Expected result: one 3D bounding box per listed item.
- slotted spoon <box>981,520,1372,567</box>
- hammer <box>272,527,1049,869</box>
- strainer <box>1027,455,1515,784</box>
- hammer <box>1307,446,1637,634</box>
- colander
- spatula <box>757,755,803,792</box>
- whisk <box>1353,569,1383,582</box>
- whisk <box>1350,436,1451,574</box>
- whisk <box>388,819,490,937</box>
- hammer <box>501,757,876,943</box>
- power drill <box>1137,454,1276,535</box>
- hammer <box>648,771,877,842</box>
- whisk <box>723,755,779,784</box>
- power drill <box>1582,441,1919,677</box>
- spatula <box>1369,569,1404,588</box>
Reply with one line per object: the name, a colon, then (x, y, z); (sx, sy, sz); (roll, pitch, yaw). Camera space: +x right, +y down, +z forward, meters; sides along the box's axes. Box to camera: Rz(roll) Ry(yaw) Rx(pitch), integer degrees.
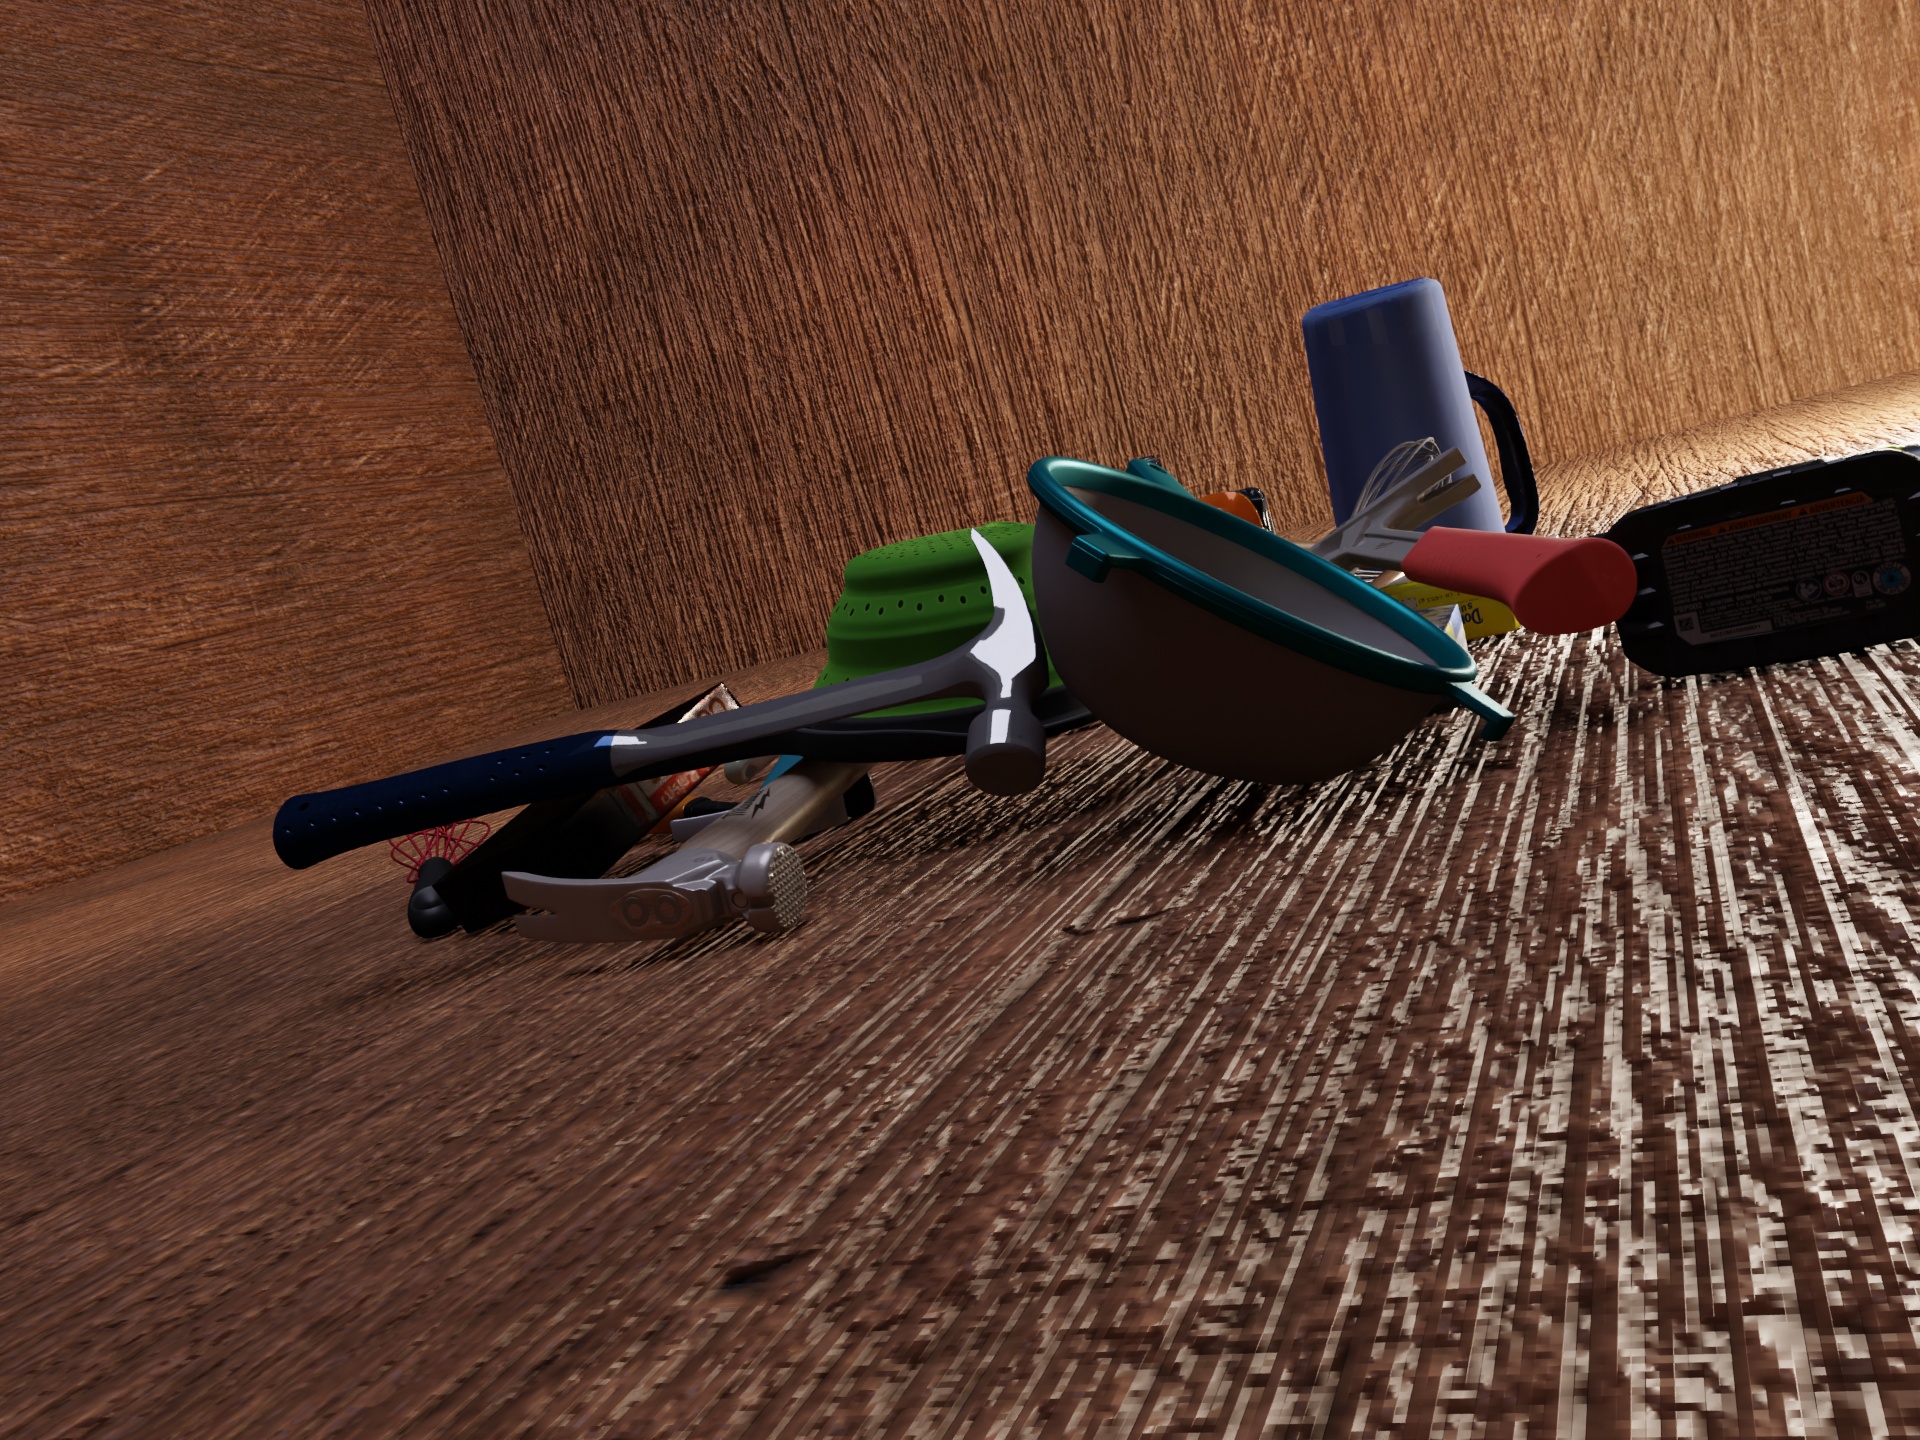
slotted spoon: (0.142, -0.118, 1.094); (0.314, 0.031, 0.070); (8, 17, 41)
hammer: (-0.151, 0.009, 0.760); (0.405, 0.035, 0.144); (-13, 45, 17)
strainer: (0.105, -0.053, 0.763); (0.211, 0.095, 0.341); (21, 17, -12)
hammer: (0.255, -0.088, 0.807); (0.149, 0.036, 0.359); (-35, 8, 3)
colander: (-0.080, -0.034, 0.839); (0.397, 0.094, 0.204); (-11, 13, -3)
spatula: (-0.079, 0.020, 1.239); (0.082, 0.044, 0.317); (-13, 2, 12)
whisk: (0.311, -0.095, 1.162); (0.284, 0.070, 0.070); (-12, 5, -20)
whisk: (0.264, -0.111, 1.095); (0.239, 0.055, 0.055); (-47, 18, -20)
whisk: (-0.349, 0.098, 1.063); (0.073, 0.073, 0.296); (-17, 12, -14)
hammer: (-0.079, 0.026, 0.877); (0.146, 0.038, 0.411); (-6, 14, 21)
power drill: (0.189, -0.129, 1.247); (0.084, 0.164, 0.226); (-13, 5, 25)
hammer: (-0.189, 0.065, 1.049); (0.127, 0.034, 0.337); (-18, 7, -32)
whisk: (-0.100, -0.025, 1.323); (0.059, 0.057, 0.246); (33, 61, 32)
power drill: (0.375, -0.079, 0.757); (0.190, 0.080, 0.228); (-12, 4, 29)
spatula: (0.261, -0.072, 1.056); (0.060, 0.018, 0.316); (-22, 9, 44)
